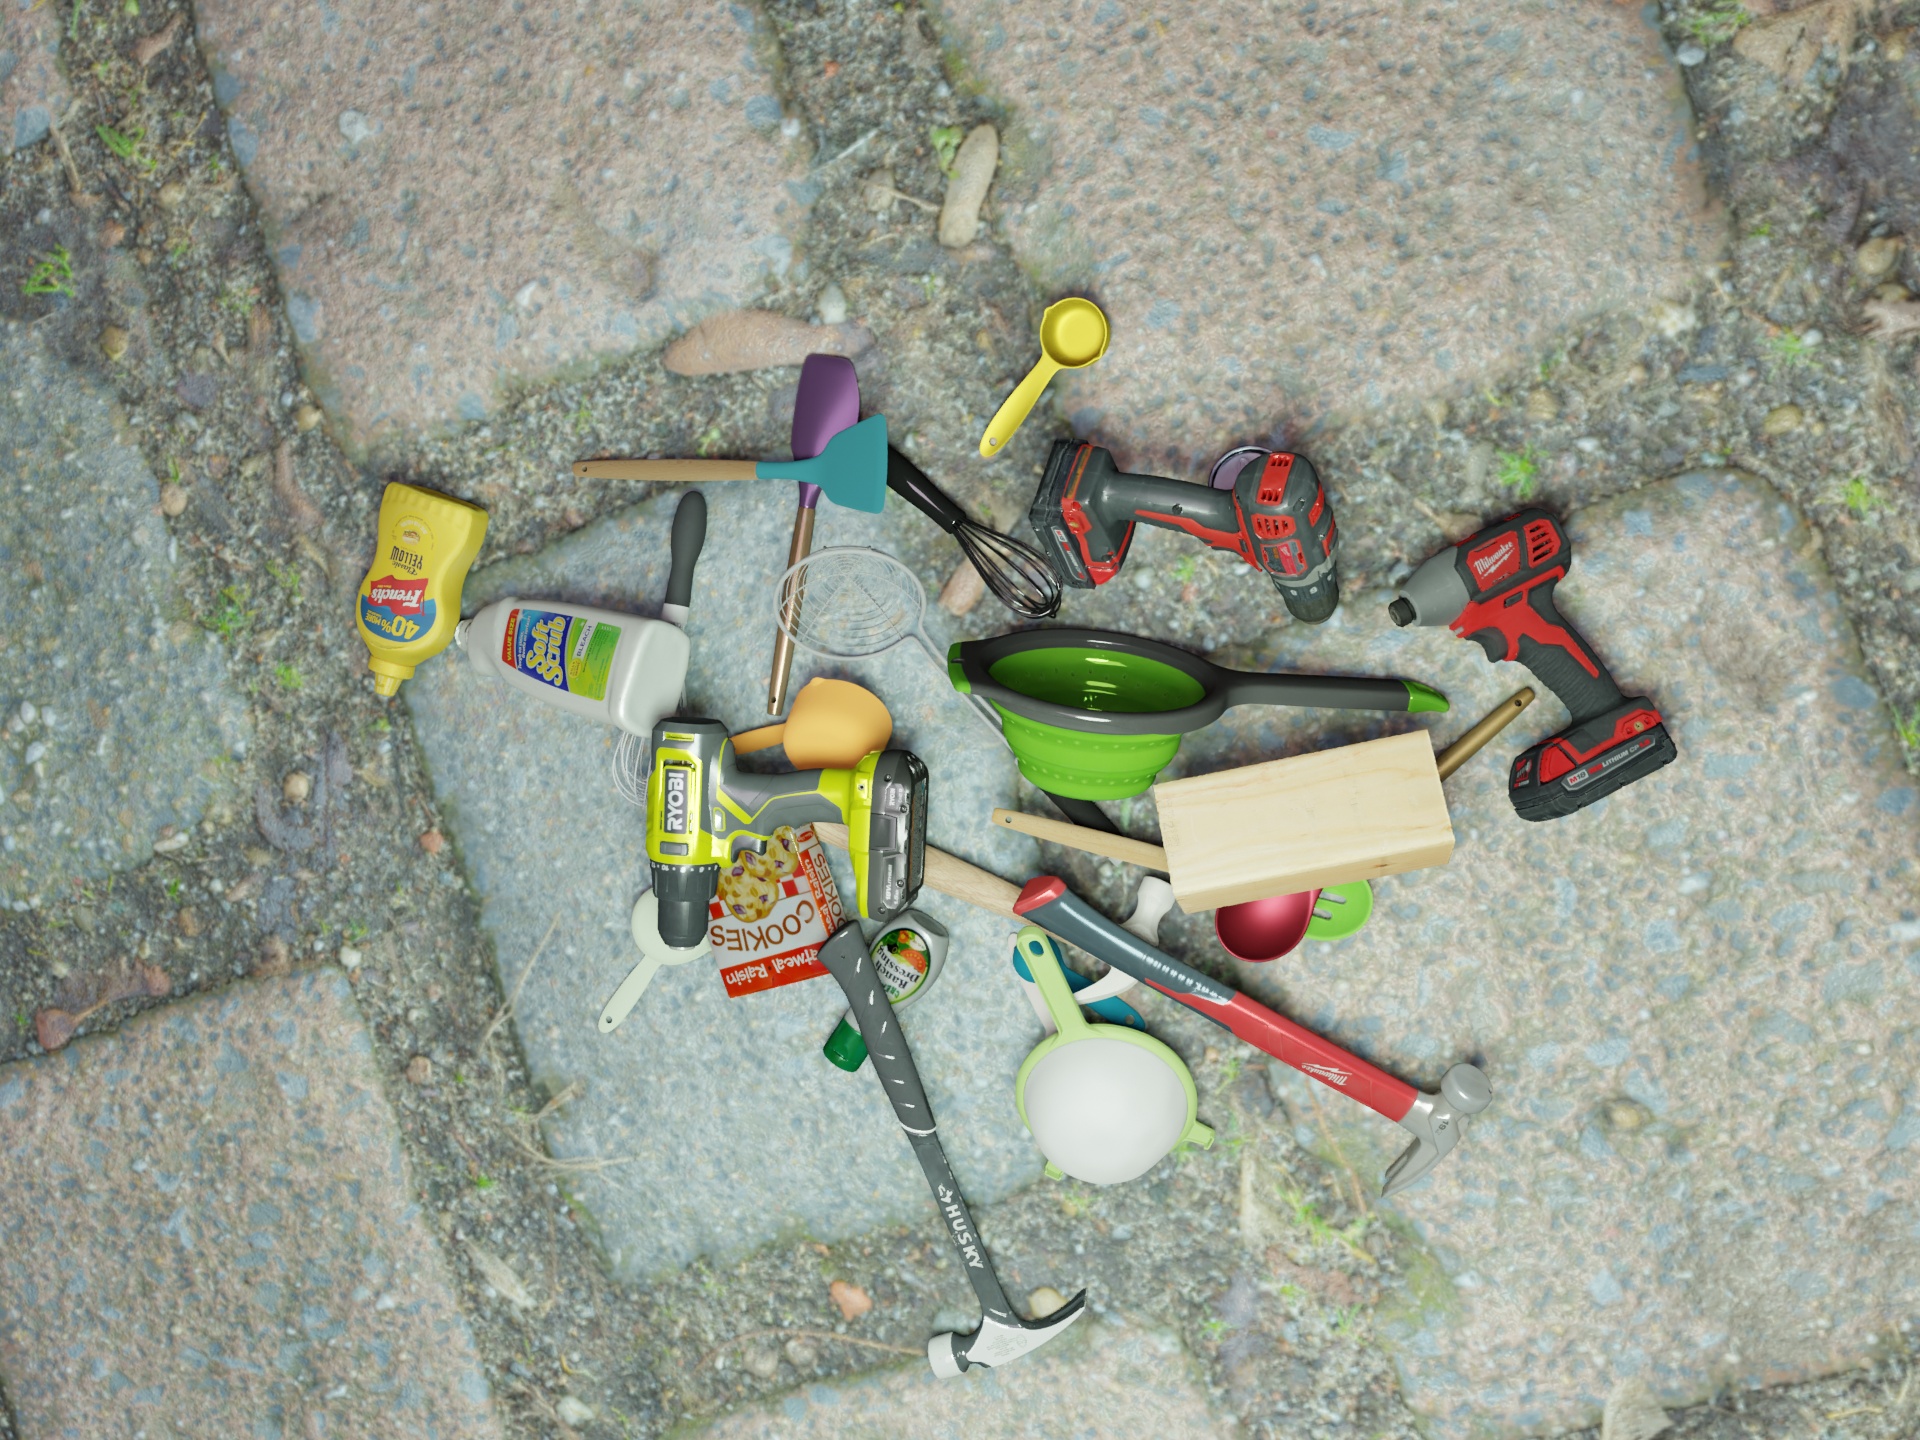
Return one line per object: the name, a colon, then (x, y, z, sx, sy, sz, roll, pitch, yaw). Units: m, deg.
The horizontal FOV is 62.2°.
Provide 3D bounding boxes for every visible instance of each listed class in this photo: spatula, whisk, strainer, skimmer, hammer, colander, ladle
spatula: (-0.203, -0.220, 1.376, 0.317, 0.044, 0.082, 3, 94, 19)
whisk: (-0.005, -0.167, 1.341, 0.239, 0.055, 0.055, 42, 101, 12)
spatula: (-0.136, -0.159, 1.386, 0.060, 0.018, 0.316, 11, 94, 14)
strainer: (0.097, 0.282, 1.272, 0.151, 0.069, 0.256, -17, 115, 17)
whisk: (-0.257, -0.062, 1.405, 0.070, 0.070, 0.284, 9, 89, 13)
skimmer: (-0.002, -0.004, 1.324, 0.363, 0.090, 0.127, 46, 127, 6)
hammer: (0.007, 0.140, 1.346, 0.331, 0.031, 0.130, 21, 76, 16)
hammer: (-0.024, 0.358, 1.340, 0.149, 0.036, 0.409, -20, 98, 11)
hammer: (0.211, 0.241, 1.260, 0.386, 0.038, 0.143, 28, 128, 5)
colander: (0.185, 0.006, 1.259, 0.397, 0.205, 0.094, 3, 111, -4)
ladle: (0.330, 0.079, 1.258, 0.315, 0.031, 0.069, -40, 80, 2)

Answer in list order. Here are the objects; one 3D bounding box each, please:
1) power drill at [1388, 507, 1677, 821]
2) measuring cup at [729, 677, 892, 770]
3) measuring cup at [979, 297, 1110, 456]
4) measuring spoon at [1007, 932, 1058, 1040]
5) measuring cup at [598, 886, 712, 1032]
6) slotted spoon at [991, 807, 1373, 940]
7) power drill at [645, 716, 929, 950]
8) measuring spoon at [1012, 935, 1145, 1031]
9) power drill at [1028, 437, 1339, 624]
power drill: (0.430, -0.040, 1.212, 0.143, 0.078, 0.220, -26, 83, -5)
measuring cup: (-0.143, 0.023, 1.365, 0.173, 0.052, 0.095, -14, 128, 26)
measuring cup: (0.068, -0.284, 1.333, 0.062, 0.029, 0.156, 43, 113, 8)
measuring spoon: (0.067, 0.240, 1.354, 0.034, 0.018, 0.124, -25, 86, 14)
measuring cup: (-0.283, 0.217, 1.427, 0.083, 0.038, 0.167, 37, 98, 9)
slotted spoon: (0.178, 0.114, 1.298, 0.314, 0.031, 0.070, 14, 93, 5)
power drill: (-0.147, 0.100, 1.298, 0.228, 0.080, 0.190, 4, 96, 10)
measuring spoon: (0.101, 0.224, 1.340, 0.128, 0.021, 0.042, 32, 81, 8)
power drill: (0.186, -0.142, 1.249, 0.227, 0.187, 0.080, 8, 66, 26)
